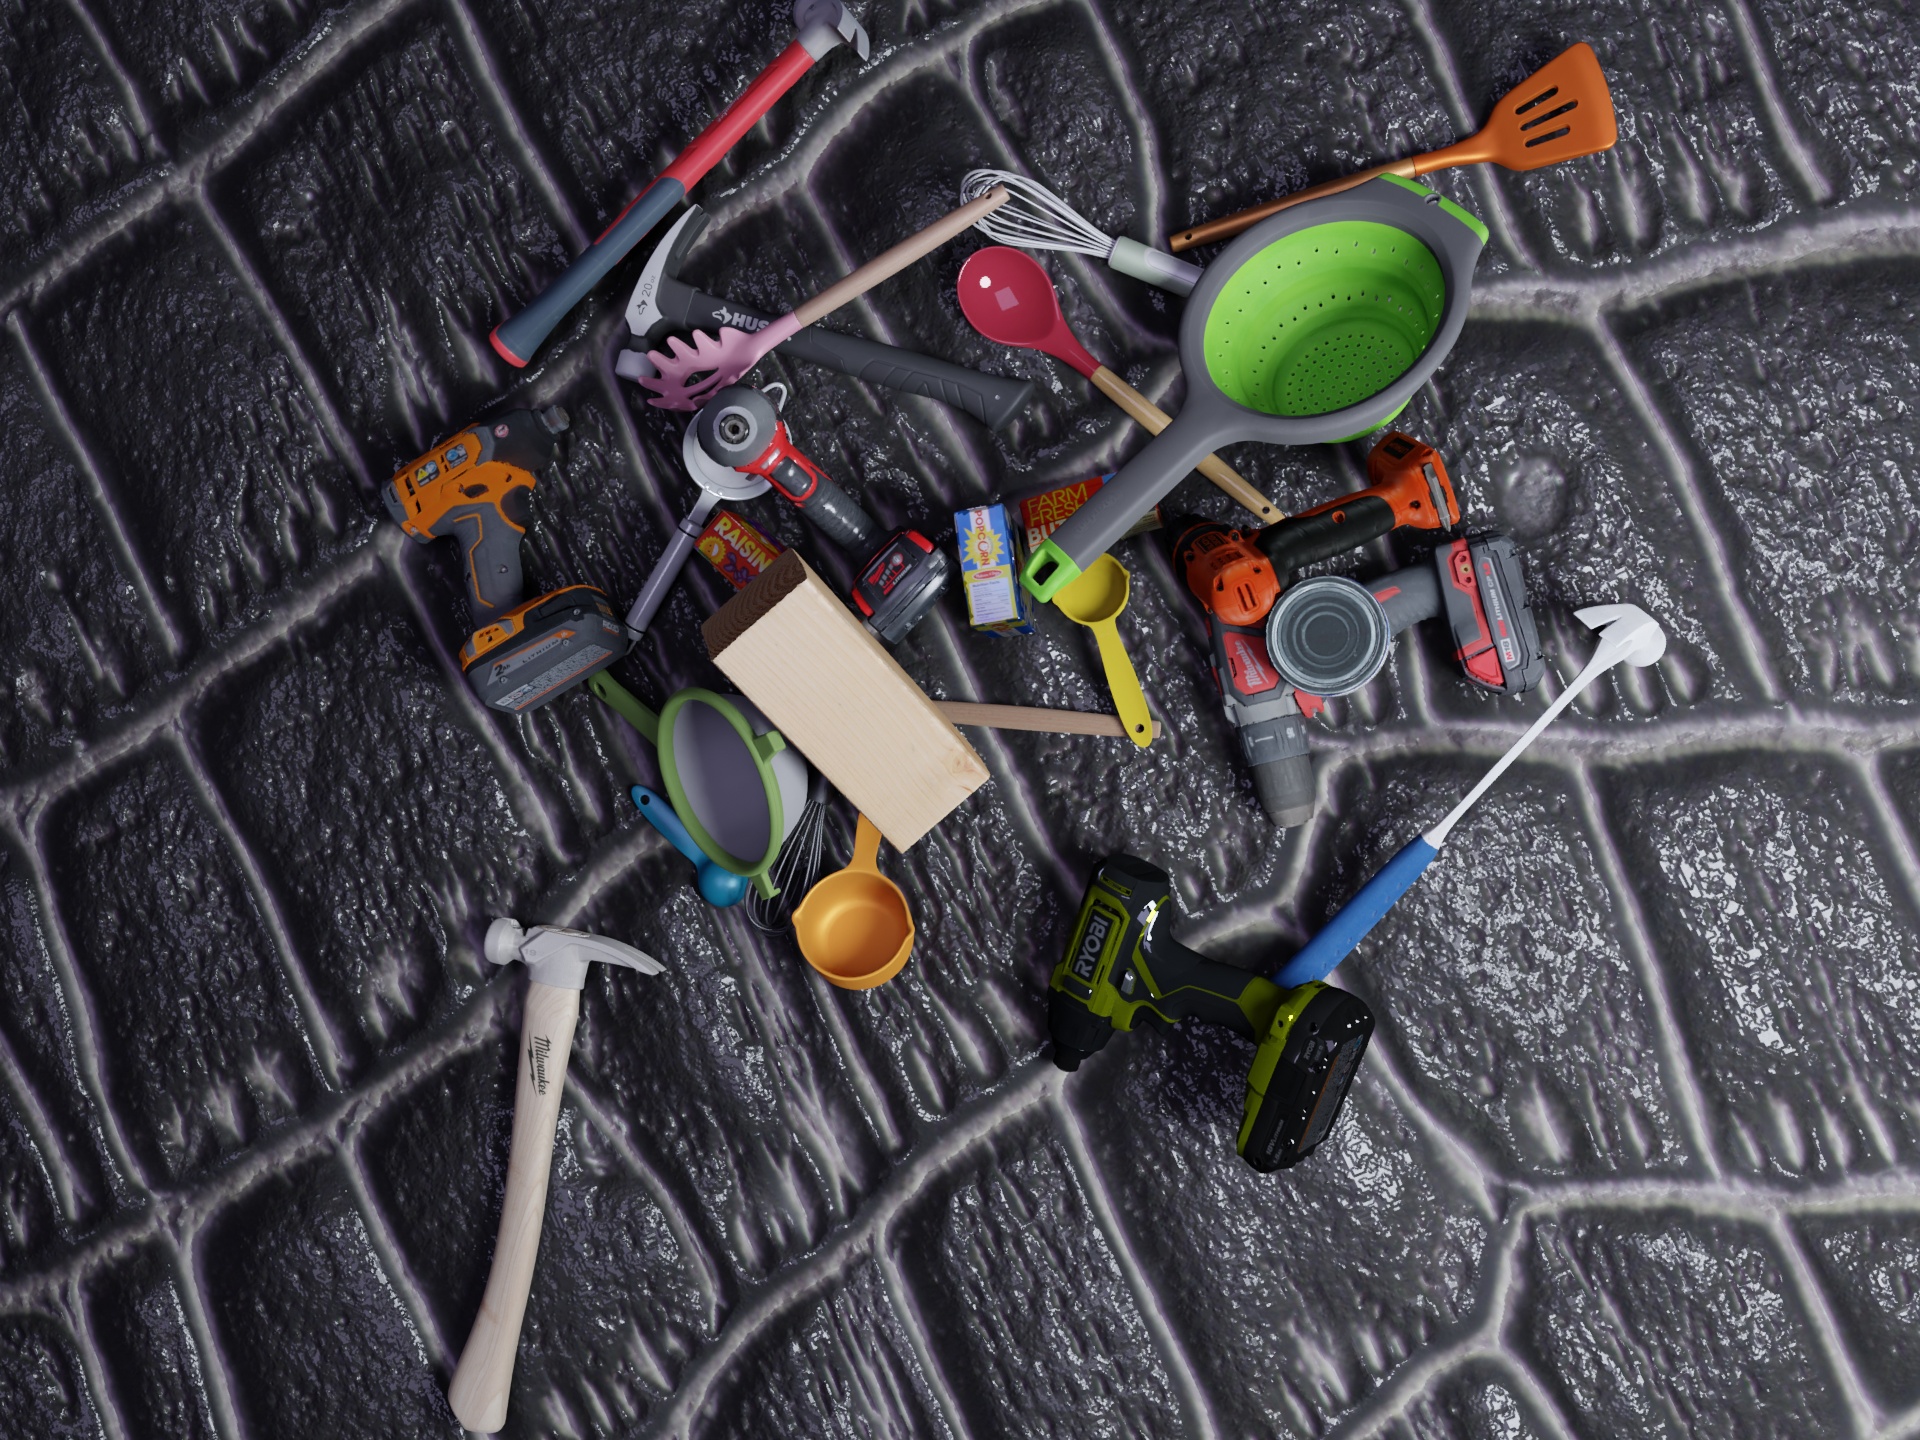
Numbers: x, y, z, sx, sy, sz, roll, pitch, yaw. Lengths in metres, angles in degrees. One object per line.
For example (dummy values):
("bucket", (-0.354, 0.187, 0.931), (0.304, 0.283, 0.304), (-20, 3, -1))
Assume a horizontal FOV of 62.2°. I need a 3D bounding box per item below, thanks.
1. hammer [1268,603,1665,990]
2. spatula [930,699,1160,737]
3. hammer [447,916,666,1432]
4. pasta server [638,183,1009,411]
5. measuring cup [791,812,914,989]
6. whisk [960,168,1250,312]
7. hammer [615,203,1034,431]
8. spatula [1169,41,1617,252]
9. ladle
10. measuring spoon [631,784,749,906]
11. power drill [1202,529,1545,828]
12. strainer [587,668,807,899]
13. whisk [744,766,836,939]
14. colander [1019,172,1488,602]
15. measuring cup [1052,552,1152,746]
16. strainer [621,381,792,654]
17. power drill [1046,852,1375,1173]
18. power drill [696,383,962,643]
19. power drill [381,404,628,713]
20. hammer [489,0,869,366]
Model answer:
("hammer", (0.337, 0.077, 1.125), (0.035, 0.144, 0.405), (47, 107, 26))
("spatula", (-0.002, -0.004, 1.243), (0.316, 0.018, 0.060), (4, 94, 12))
("hammer", (-0.344, 0.374, 1.292), (0.146, 0.038, 0.410), (10, 91, 9))
("pasta server", (-0.104, -0.324, 1.217), (0.316, 0.040, 0.060), (-28, 72, 12))
("measuring cup", (-0.073, 0.126, 1.245), (0.095, 0.052, 0.174), (5, 65, 8))
("whisk", (0.111, -0.363, 1.216), (0.246, 0.059, 0.058), (24, 66, 6))
("hammer", (-0.103, -0.300, 1.260), (0.335, 0.035, 0.146), (18, 93, 10))
("spatula", (0.312, -0.407, 1.181), (0.322, 0.041, 0.081), (-15, 87, 11))
("ladle", (0.125, -0.252, 1.220), (0.315, 0.031, 0.069), (41, 103, 7))
("measuring spoon", (-0.223, 0.099, 1.280), (0.128, 0.021, 0.042), (45, 97, 7))
("power drill", (0.301, -0.032, 1.160), (0.226, 0.080, 0.188), (-14, 86, 13))
("strainer", (-0.197, 0.014, 1.240), (0.257, 0.069, 0.151), (34, 132, 36))
("whisk", (-0.112, 0.060, 1.244), (0.055, 0.055, 0.239), (23, 94, 10))
("colander", (0.207, -0.212, 1.144), (0.397, 0.094, 0.205), (-43, 54, 1))
("measuring cup", (0.117, -0.054, 1.216), (0.062, 0.029, 0.156), (-19, 86, 9))
("strainer", (-0.214, -0.162, 1.275), (0.086, 0.050, 0.258), (27, 101, -28))
("power drill", (0.168, 0.219, 1.148), (0.223, 0.080, 0.171), (28, 108, 32))
("power drill", (-0.104, -0.162, 1.180), (0.219, 0.143, 0.078), (43, 95, -11))
("power drill", (-0.354, -0.139, 1.275), (0.164, 0.084, 0.227), (-30, 75, 9))
("hammer", (-0.227, -0.416, 1.251), (0.386, 0.143, 0.038), (-41, 125, 12))
